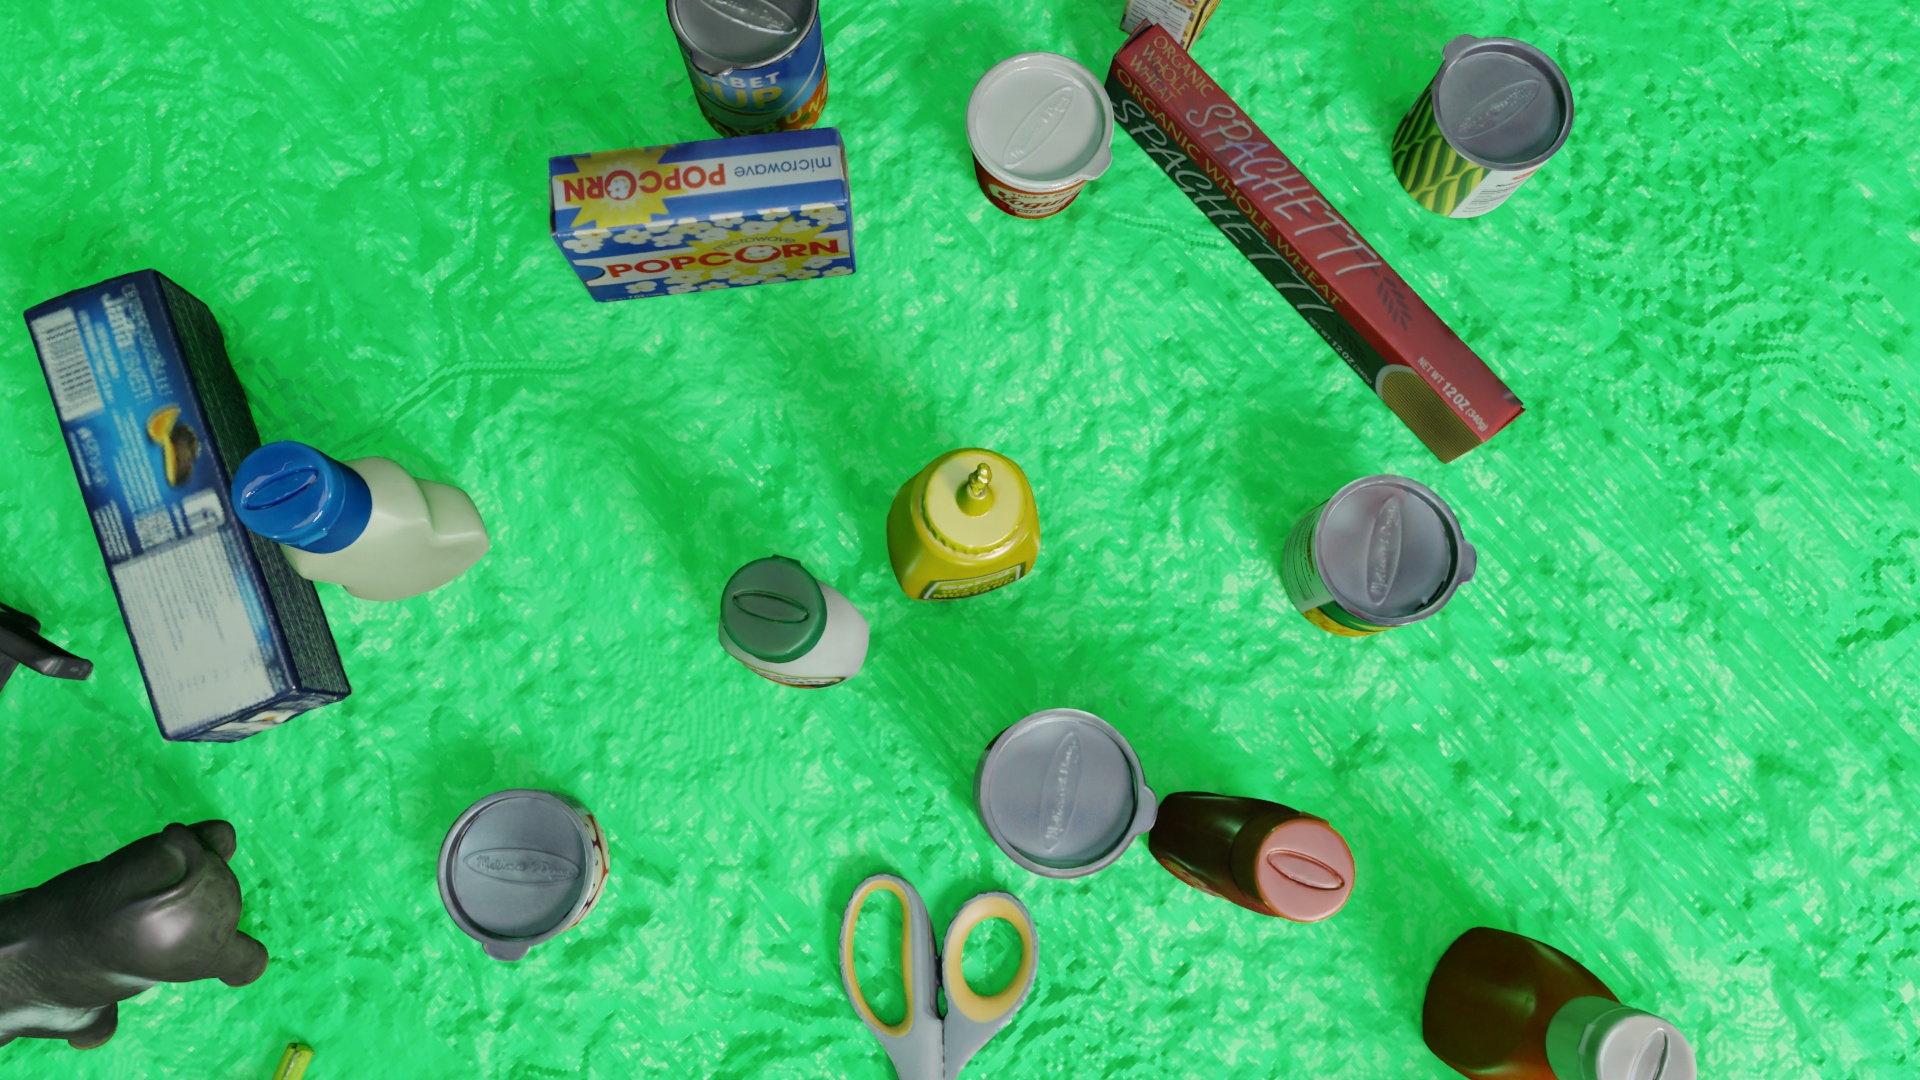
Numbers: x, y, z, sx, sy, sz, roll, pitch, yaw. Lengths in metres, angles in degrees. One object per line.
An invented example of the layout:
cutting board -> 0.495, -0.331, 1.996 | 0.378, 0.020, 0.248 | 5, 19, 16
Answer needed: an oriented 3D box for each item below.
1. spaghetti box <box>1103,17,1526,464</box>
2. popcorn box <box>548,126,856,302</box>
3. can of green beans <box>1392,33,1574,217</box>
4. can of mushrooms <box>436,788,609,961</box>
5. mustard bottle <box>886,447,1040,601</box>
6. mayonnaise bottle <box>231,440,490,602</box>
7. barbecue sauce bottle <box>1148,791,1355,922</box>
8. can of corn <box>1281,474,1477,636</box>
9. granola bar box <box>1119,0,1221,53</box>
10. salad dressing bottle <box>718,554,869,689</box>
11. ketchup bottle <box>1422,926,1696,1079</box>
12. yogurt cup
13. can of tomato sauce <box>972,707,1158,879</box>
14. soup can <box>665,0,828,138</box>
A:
spaghetti box -> 0.159, -0.139, 0.652 | 0.029, 0.050, 0.250 | -41, 84, -8
popcorn box -> -0.112, -0.144, 0.625 | 0.127, 0.085, 0.038 | -7, 81, -3
can of green beans -> 0.247, -0.195, 0.661 | 0.071, 0.057, 0.071 | 0, 80, -2
can of mushrooms -> -0.187, 0.142, 0.598 | 0.071, 0.033, 0.071 | 0, 80, -2
mustard bottle -> 0.002, -0.007, 0.567 | 0.065, 0.160, 0.049 | -13, 81, -4
mayonnaise bottle -> -0.243, -0.007, 0.564 | 0.065, 0.148, 0.041 | -27, 83, -6
barbecue sauce bottle -> 0.117, 0.125, 0.554 | 0.065, 0.148, 0.044 | 22, 81, 2
can of corn -> 0.186, 0.009, 0.623 | 0.071, 0.058, 0.071 | 0, 80, -2
granola bar box -> 0.139, -0.324, 0.646 | 0.039, 0.124, 0.166 | 31, 81, 3
salad dressing bottle -> -0.070, 0.034, 0.564 | 0.064, 0.147, 0.044 | 14, 81, 0
ketchup bottle -> 0.231, 0.192, 0.547 | 0.043, 0.148, 0.065 | 26, 81, 2
yogurt cup -> 0.035, -0.187, 0.654 | 0.072, 0.054, 0.072 | 0, 80, -2
can of tomato sauce -> 0.041, 0.106, 0.588 | 0.071, 0.083, 0.071 | 0, 81, -2
soup can -> -0.097, -0.226, 0.640 | 0.071, 0.083, 0.071 | 0, 81, -2
